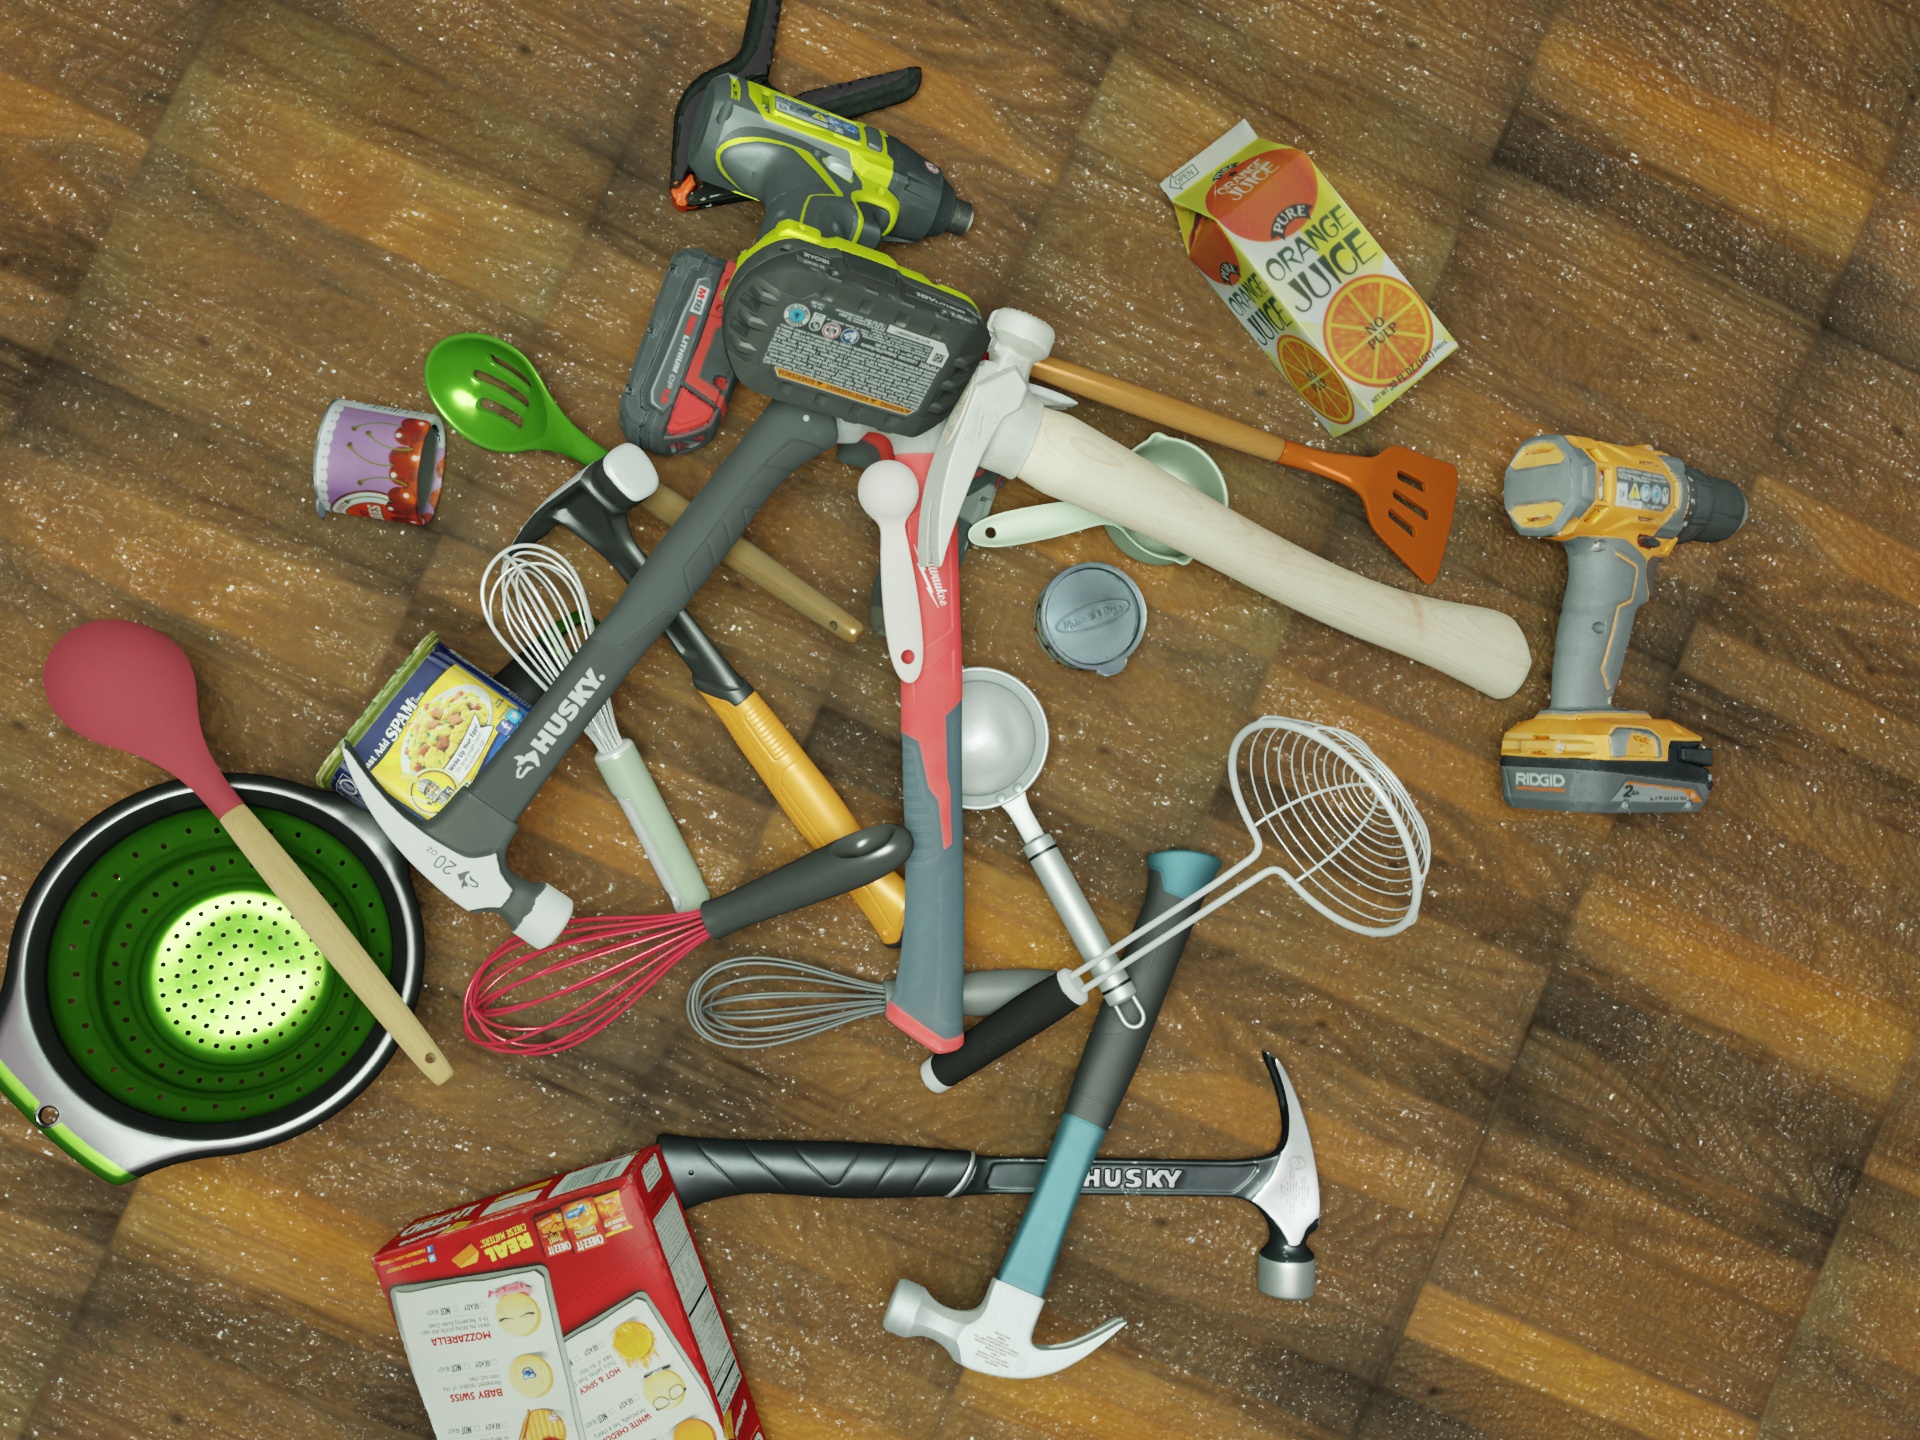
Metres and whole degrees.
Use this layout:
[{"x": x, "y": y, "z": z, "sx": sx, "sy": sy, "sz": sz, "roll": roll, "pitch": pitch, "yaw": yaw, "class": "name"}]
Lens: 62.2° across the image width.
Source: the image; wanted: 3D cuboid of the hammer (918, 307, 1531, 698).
[{"x": 0.171, "y": -0.088, "z": 0.936, "sx": 0.410, "sy": 0.038, "sz": 0.146, "roll": 21, "pitch": 87, "yaw": -22, "class": "hammer"}]

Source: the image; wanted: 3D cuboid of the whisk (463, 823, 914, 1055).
[{"x": -0.159, "y": 0.122, "z": 0.910, "sx": 0.296, "sy": 0.073, "sz": 0.073, "roll": -23, "pitch": 92, "yaw": 12, "class": "whisk"}]

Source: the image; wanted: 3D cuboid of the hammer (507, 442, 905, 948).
[{"x": -0.131, "y": 0.001, "z": 0.938, "sx": 0.336, "sy": 0.127, "sz": 0.034, "roll": 54, "pitch": 47, "yaw": -12, "class": "hammer"}]

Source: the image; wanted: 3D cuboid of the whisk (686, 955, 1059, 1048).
[{"x": -0.045, "y": 0.166, "z": 0.964, "sx": 0.239, "sy": 0.055, "sz": 0.055, "roll": -1, "pitch": 89, "yaw": -11, "class": "whisk"}]

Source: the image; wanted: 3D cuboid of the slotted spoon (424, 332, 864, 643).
[{"x": -0.183, "y": -0.131, "z": 0.916, "sx": 0.314, "sy": 0.031, "sz": 0.070, "roll": 34, "pitch": 122, "yaw": 13, "class": "slotted spoon"}]

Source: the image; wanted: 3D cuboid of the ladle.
[{"x": -0.374, "y": 0.070, "z": 0.851, "sx": 0.069, "sy": 0.031, "sz": 0.315, "roll": -39, "pitch": 92, "yaw": -29, "class": "ladle"}]

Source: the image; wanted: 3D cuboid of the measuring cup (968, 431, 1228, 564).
[{"x": 0.081, "y": -0.124, "z": 0.973, "sx": 0.167, "sy": 0.038, "sz": 0.083, "roll": -12, "pitch": 88, "yaw": -14, "class": "measuring cup"}]

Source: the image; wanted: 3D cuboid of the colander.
[{"x": -0.355, "y": 0.083, "z": 0.919, "sx": 0.204, "sy": 0.094, "sz": 0.397, "roll": 45, "pitch": 67, "yaw": -3, "class": "colander"}]

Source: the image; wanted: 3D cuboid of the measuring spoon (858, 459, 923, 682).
[{"x": -0.033, "y": -0.082, "z": 0.877, "sx": 0.034, "sy": 0.018, "sz": 0.124, "roll": -8, "pitch": 96, "yaw": -13, "class": "measuring spoon"}]

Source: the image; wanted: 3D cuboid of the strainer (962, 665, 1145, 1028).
[{"x": 0.043, "y": 0.070, "z": 0.956, "sx": 0.087, "sy": 0.050, "sz": 0.258, "roll": -29, "pitch": 81, "yaw": 0, "class": "strainer"}]

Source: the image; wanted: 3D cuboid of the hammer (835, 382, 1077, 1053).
[{"x": -0.001, "y": -0.003, "z": 0.919, "sx": 0.143, "sy": 0.038, "sz": 0.386, "roll": -2, "pitch": 93, "yaw": -12, "class": "hammer"}]

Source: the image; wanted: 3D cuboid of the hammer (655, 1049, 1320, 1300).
[{"x": 0.020, "y": 0.273, "z": 0.972, "sx": 0.409, "sy": 0.036, "sz": 0.149, "roll": 3, "pitch": 88, "yaw": -6, "class": "hammer"}]

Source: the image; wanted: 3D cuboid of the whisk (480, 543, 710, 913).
[{"x": -0.206, "y": 0.011, "z": 0.924, "sx": 0.059, "sy": 0.058, "sz": 0.246, "roll": -34, "pitch": 111, "yaw": -29, "class": "whisk"}]

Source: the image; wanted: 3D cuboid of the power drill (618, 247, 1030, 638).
[{"x": -0.086, "y": -0.163, "z": 0.949, "sx": 0.226, "sy": 0.080, "sz": 0.188, "roll": 19, "pitch": 88, "yaw": -8, "class": "power drill"}]

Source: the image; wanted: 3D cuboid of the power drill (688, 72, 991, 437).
[{"x": -0.060, "y": -0.263, "z": 0.882, "sx": 0.171, "sy": 0.080, "sz": 0.223, "roll": 13, "pitch": 43, "yaw": -24, "class": "power drill"}]

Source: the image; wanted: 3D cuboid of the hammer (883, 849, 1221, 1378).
[{"x": 0.078, "y": 0.225, "z": 0.946, "sx": 0.128, "sy": 0.033, "sz": 0.331, "roll": 23, "pitch": 75, "yaw": 4, "class": "hammer"}]

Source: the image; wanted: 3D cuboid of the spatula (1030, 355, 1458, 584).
[{"x": 0.169, "y": -0.169, "z": 0.970, "sx": 0.322, "sy": 0.041, "sz": 0.081, "roll": 17, "pitch": 81, "yaw": -12, "class": "spatula"}]

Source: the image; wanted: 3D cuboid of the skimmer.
[{"x": 0.094, "y": 0.125, "z": 0.865, "sx": 0.363, "sy": 0.090, "sz": 0.127, "roll": -39, "pitch": 83, "yaw": 28, "class": "skimmer"}]

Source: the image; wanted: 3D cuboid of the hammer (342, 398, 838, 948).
[{"x": -0.180, "y": -0.052, "z": 0.845, "sx": 0.146, "sy": 0.035, "sz": 0.335, "roll": 39, "pitch": 82, "yaw": -21, "class": "hammer"}]

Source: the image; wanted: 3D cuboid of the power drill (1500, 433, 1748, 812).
[{"x": 0.417, "y": -0.058, "z": 0.986, "sx": 0.185, "sy": 0.084, "sz": 0.226, "roll": 1, "pitch": 90, "yaw": -30, "class": "power drill"}]
